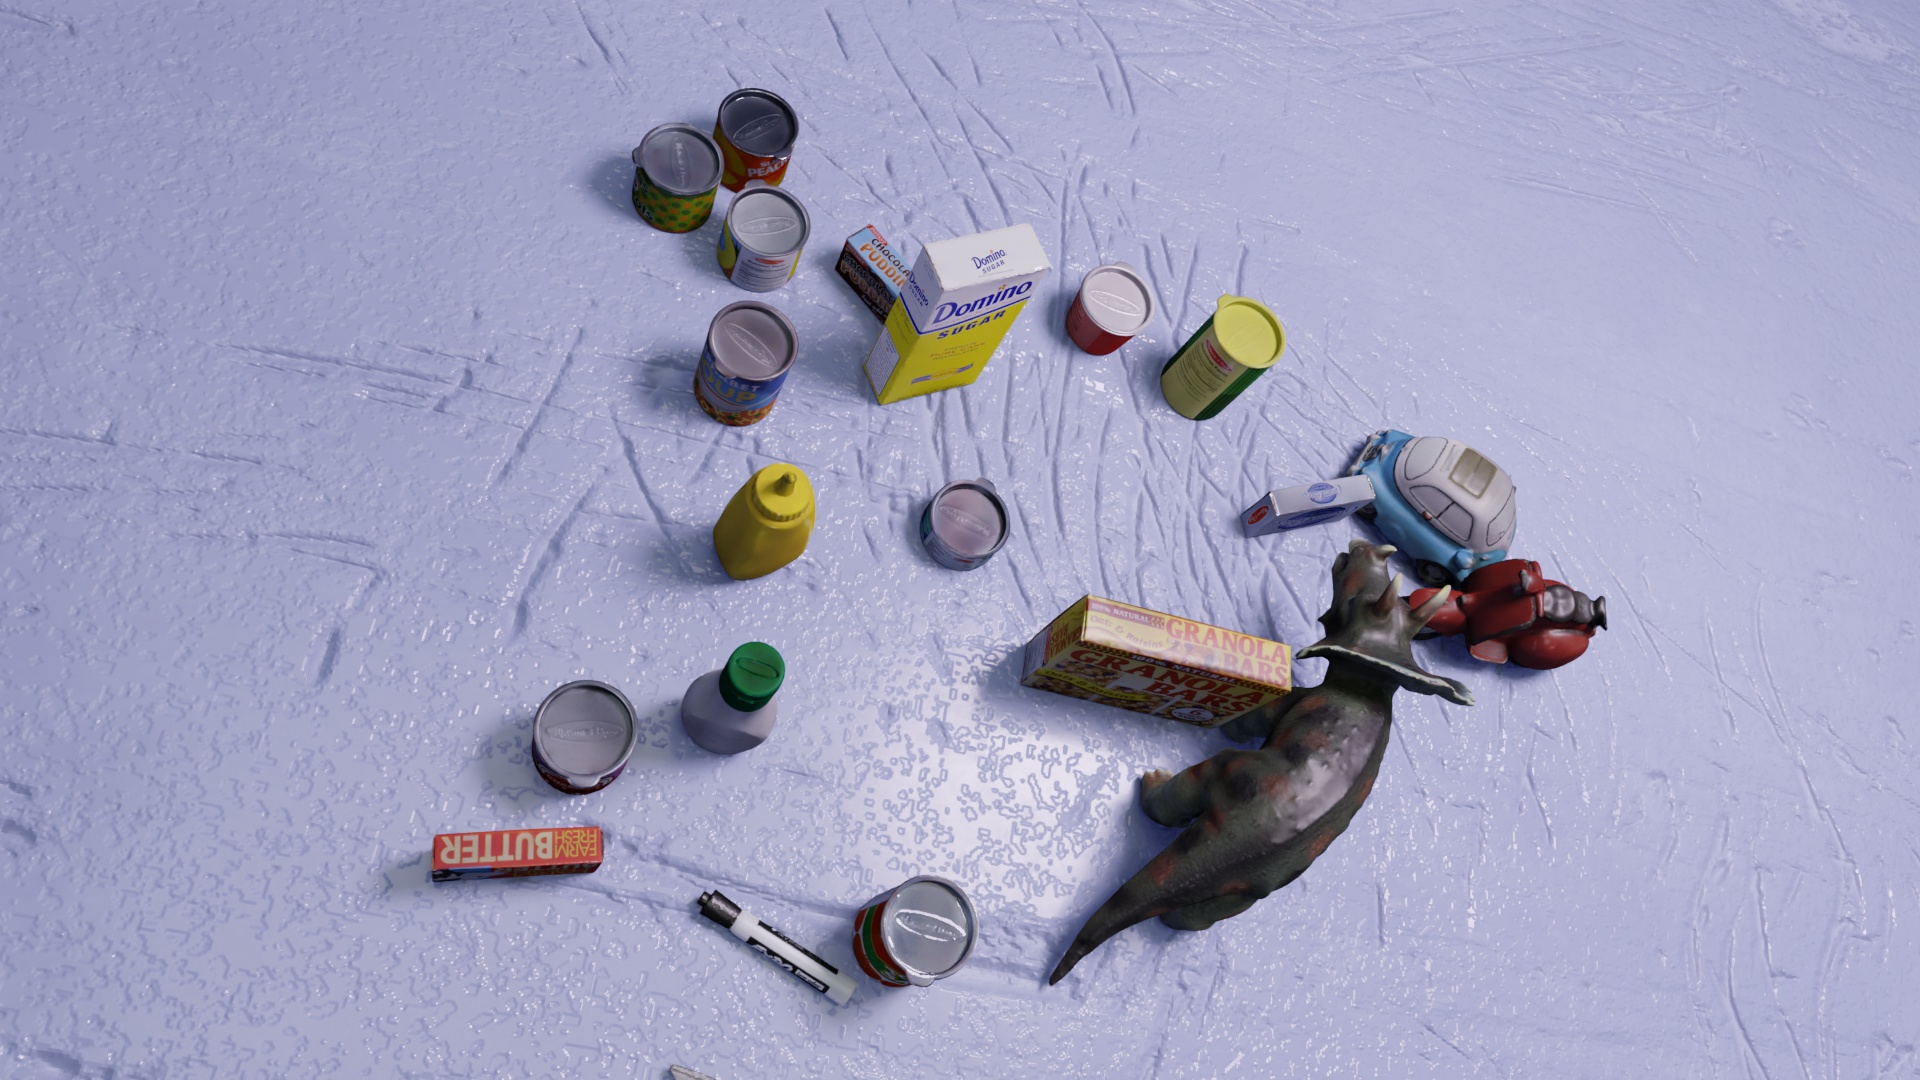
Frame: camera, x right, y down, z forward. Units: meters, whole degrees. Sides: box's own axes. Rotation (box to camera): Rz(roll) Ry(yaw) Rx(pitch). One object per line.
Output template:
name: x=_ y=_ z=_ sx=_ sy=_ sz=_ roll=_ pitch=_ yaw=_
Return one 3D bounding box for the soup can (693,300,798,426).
soup can: x=-0.165 y=-0.130 z=1.047 sx=0.071 sy=0.083 sz=0.071 roll=7 pitch=67 yaw=-17

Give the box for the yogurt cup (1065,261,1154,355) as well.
yogurt cup: x=0.125 y=-0.195 z=1.193 sx=0.072 sy=0.053 sz=0.072 roll=7 pitch=67 yaw=-17

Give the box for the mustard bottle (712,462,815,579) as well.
mustard bottle: x=-0.132 y=-0.019 z=0.971 sx=0.065 sy=0.159 sz=0.049 roll=-18 pitch=77 yaw=-25

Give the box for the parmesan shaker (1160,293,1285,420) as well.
parmesan shaker: x=0.220 y=-0.156 z=1.183 sx=0.071 sy=0.102 sz=0.071 roll=7 pitch=67 yaw=-17

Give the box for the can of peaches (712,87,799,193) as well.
can of peaches: x=-0.169 y=-0.324 z=1.139 sx=0.071 sy=0.057 sz=0.071 roll=7 pitch=67 yaw=-17

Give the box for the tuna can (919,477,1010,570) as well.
tuna can: x=0.004 y=-0.014 z=1.089 sx=0.071 sy=0.032 sz=0.071 roll=7 pitch=67 yaw=-17

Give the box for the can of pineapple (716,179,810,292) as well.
can of pineapple: x=-0.158 y=-0.242 z=1.109 sx=0.071 sy=0.057 sz=0.071 roll=7 pitch=67 yaw=-17

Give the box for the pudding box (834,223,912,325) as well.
pudding box: x=-0.061 y=-0.211 z=1.136 sx=0.030 sy=0.049 sz=0.084 roll=-39 pitch=85 yaw=-28

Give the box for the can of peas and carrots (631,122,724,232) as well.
can of peas and carrots: x=-0.227 y=-0.287 z=1.102 sx=0.071 sy=0.058 sz=0.071 roll=7 pitch=67 yaw=-17

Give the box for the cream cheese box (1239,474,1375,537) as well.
cream cheese box: x=0.296 y=-0.029 z=1.187 sx=0.104 sy=0.053 sz=0.024 roll=-10 pitch=73 yaw=-23

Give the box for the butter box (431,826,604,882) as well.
butter box: x=-0.283 y=0.201 z=0.889 sx=0.104 sy=0.053 sz=0.024 roll=1 pitch=69 yaw=-19

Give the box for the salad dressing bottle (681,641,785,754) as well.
salad dressing bottle: x=-0.148 y=0.105 z=0.922 sx=0.064 sy=0.147 sz=0.044 roll=20 pitch=64 yaw=-11

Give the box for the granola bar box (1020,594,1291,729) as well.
granola bar box: x=0.145 y=0.093 z=1.044 sx=0.166 sy=0.123 sz=0.039 roll=14 pitch=66 yaw=-14

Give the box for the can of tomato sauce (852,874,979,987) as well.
can of tomato sauce: x=-0.032 y=0.266 z=0.935 sx=0.071 sy=0.082 sz=0.071 roll=7 pitch=67 yaw=-17

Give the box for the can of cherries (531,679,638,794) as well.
can of cherries: x=-0.252 y=0.134 z=0.924 sx=0.071 sy=0.058 sz=0.072 roll=7 pitch=67 yaw=-17
